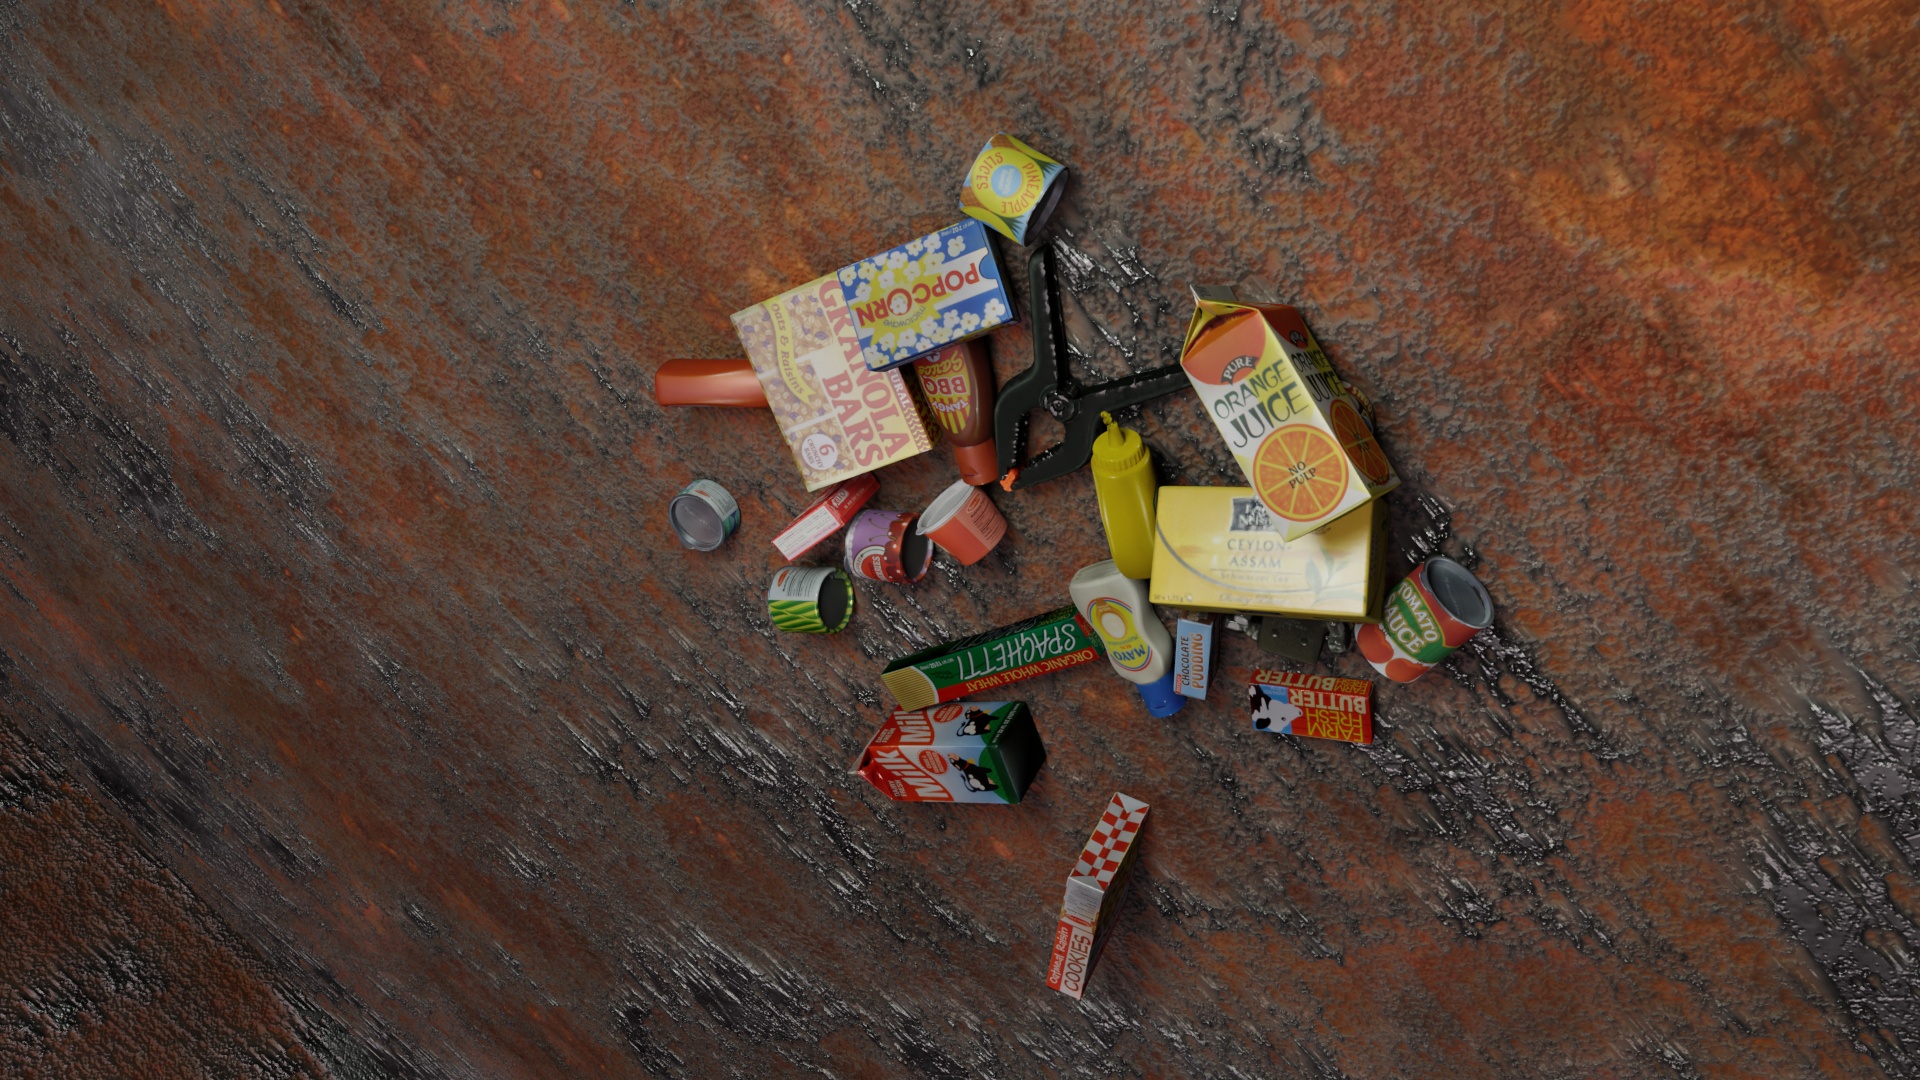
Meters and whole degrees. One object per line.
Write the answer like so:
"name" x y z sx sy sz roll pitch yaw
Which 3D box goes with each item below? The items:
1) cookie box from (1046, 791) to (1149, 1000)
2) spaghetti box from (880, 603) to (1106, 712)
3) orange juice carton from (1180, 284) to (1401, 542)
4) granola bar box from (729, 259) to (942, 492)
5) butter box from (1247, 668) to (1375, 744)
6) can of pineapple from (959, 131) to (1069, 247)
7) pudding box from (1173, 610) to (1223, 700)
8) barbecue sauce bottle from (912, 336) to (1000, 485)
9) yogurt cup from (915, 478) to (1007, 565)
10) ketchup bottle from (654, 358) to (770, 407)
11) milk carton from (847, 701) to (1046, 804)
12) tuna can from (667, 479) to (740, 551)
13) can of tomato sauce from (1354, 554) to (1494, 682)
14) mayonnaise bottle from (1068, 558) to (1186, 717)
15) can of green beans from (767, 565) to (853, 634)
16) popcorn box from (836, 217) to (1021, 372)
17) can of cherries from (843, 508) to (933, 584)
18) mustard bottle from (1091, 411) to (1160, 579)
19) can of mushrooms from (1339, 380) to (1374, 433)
"cookie box" 0.133 0.347 1.356 0.040 0.123 0.166 20 129 18
"spaghetti box" 0.029 0.112 1.317 0.249 0.029 0.050 -20 111 38
"orange juice carton" 0.225 -0.102 0.990 0.072 0.072 0.193 -34 80 34
"granola bar box" -0.104 -0.139 1.180 0.124 0.039 0.165 -18 103 20
"butter box" 0.301 0.142 1.186 0.103 0.024 0.053 4 123 28
"can of pineapple" 0.039 -0.260 1.028 0.058 0.071 0.070 31 131 7
"pudding box" 0.204 0.088 1.187 0.030 0.050 0.083 12 126 20
"barbecue sauce bottle" 0.001 -0.119 1.164 0.065 0.044 0.148 3 123 34
"yogurt cup" 0.004 -0.015 1.221 0.054 0.073 0.072 46 132 -16
"ketchup bottle" -0.197 -0.142 1.251 0.149 0.065 0.043 2 109 18
"milk carton" -0.020 0.210 1.383 0.190 0.073 0.073 -5 119 32
"tuna can" -0.255 -0.024 1.381 0.071 0.033 0.070 15 127 21
"can of tomato sauce" 0.354 0.062 1.070 0.071 0.071 0.082 39 132 1
"mayonnaise bottle" 0.153 0.087 1.220 0.064 0.041 0.147 -16 111 35
"can of green beans" -0.145 0.058 1.353 0.058 0.071 0.071 0 121 29
"popcorn box" -0.025 -0.192 1.090 0.126 0.038 0.085 -18 88 18
"can of cherries" -0.065 0.007 1.270 0.058 0.072 0.071 6 124 26
"mustard bottle" 0.135 -0.040 1.110 0.049 0.066 0.159 -6 134 16
"can of mushrooms" 0.276 -0.086 1.038 0.071 0.034 0.070 15 127 21
